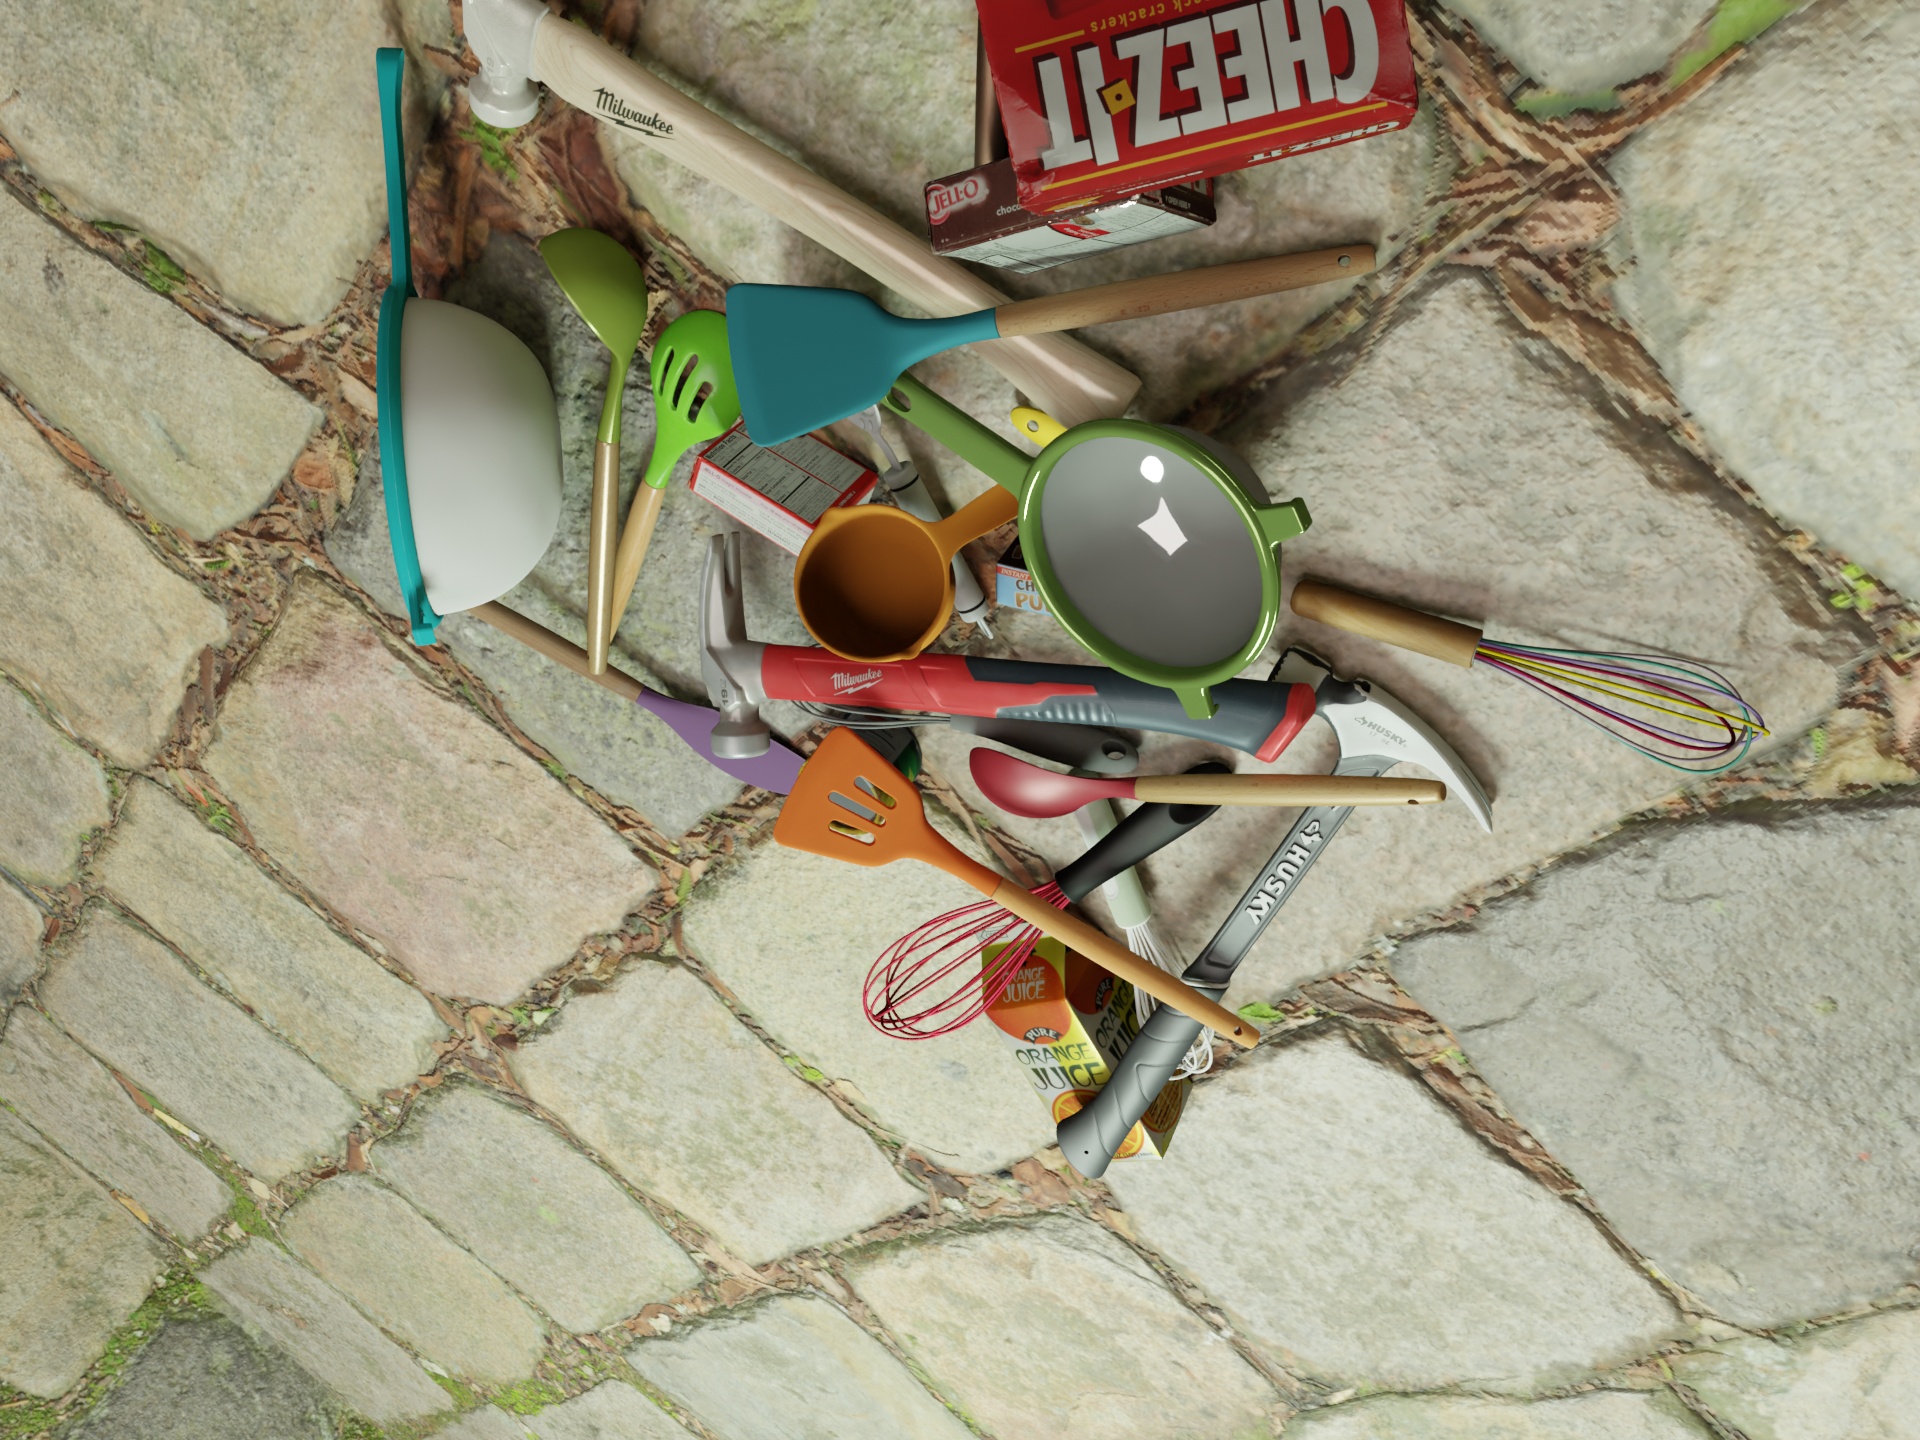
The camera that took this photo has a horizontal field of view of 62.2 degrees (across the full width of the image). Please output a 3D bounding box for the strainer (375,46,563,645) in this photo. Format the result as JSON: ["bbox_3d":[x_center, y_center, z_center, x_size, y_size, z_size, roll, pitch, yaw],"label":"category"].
[{"bbox_3d":[-0.295,-0.224,0.968,0.095,0.211,0.340,-2,108,-11],"label":"strainer"}]

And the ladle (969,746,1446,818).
[{"bbox_3d":[0.127,0.039,0.913,0.315,0.031,0.069,-1,146,40],"label":"ladle"}]

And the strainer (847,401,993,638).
[{"bbox_3d":[-0.037,-0.150,0.922,0.087,0.050,0.258,31,155,58],"label":"strainer"}]

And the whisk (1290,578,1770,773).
[{"bbox_3d":[0.290,-0.029,0.828,0.245,0.047,0.051,20,120,22],"label":"whisk"}]

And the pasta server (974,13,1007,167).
[{"bbox_3d":[0.017,-0.364,0.725,0.060,0.040,0.316,4,130,2],"label":"pasta server"}]

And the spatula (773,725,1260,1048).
[{"bbox_3d":[0.043,0.115,0.961,0.322,0.041,0.081,31,91,-2],"label":"spatula"}]

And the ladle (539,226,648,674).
[{"bbox_3d":[-0.236,-0.155,1.003,0.062,0.078,0.320,-4,132,-21],"label":"ladle"}]

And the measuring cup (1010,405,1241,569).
[{"bbox_3d":[0.092,-0.127,0.870,0.156,0.029,0.062,29,134,4],"label":"measuring cup"}]

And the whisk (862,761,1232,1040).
[{"bbox_3d":[0.052,0.116,1.008,0.296,0.073,0.073,-38,102,18],"label":"whisk"}]

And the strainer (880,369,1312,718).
[{"bbox_3d":[0.068,-0.125,0.832,0.256,0.069,0.151,36,140,17],"label":"strainer"}]

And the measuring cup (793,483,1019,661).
[{"bbox_3d":[-0.010,-0.097,0.894,0.173,0.052,0.095,-31,87,5],"label":"measuring cup"}]

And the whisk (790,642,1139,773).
[{"bbox_3d":[-0.002,-0.003,1.013,0.239,0.055,0.055,15,130,15],"label":"whisk"}]

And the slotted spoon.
[{"bbox_3d":[-0.204,-0.137,1.037,0.070,0.031,0.313,42,136,9],"label":"slotted spoon"}]

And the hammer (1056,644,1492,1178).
[{"bbox_3d":[0.166,0.149,0.984,0.149,0.036,0.408,30,121,3],"label":"hammer"}]

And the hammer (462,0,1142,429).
[{"bbox_3d":[-0.082,-0.279,0.832,0.410,0.038,0.146,32,150,1],"label":"hammer"}]

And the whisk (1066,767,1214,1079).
[{"bbox_3d":[0.117,0.137,1.053,0.058,0.059,0.246,14,132,57],"label":"whisk"}]

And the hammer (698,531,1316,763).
[{"bbox_3d":[0.014,-0.035,0.933,0.386,0.038,0.143,5,104,26],"label":"hammer"}]

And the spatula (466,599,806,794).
[{"bbox_3d":[-0.251,-0.030,1.134,0.316,0.018,0.059,29,137,-4],"label":"spatula"}]

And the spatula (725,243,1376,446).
[{"bbox_3d":[0.042,-0.200,0.784,0.317,0.044,0.082,-7,98,15],"label":"spatula"}]
